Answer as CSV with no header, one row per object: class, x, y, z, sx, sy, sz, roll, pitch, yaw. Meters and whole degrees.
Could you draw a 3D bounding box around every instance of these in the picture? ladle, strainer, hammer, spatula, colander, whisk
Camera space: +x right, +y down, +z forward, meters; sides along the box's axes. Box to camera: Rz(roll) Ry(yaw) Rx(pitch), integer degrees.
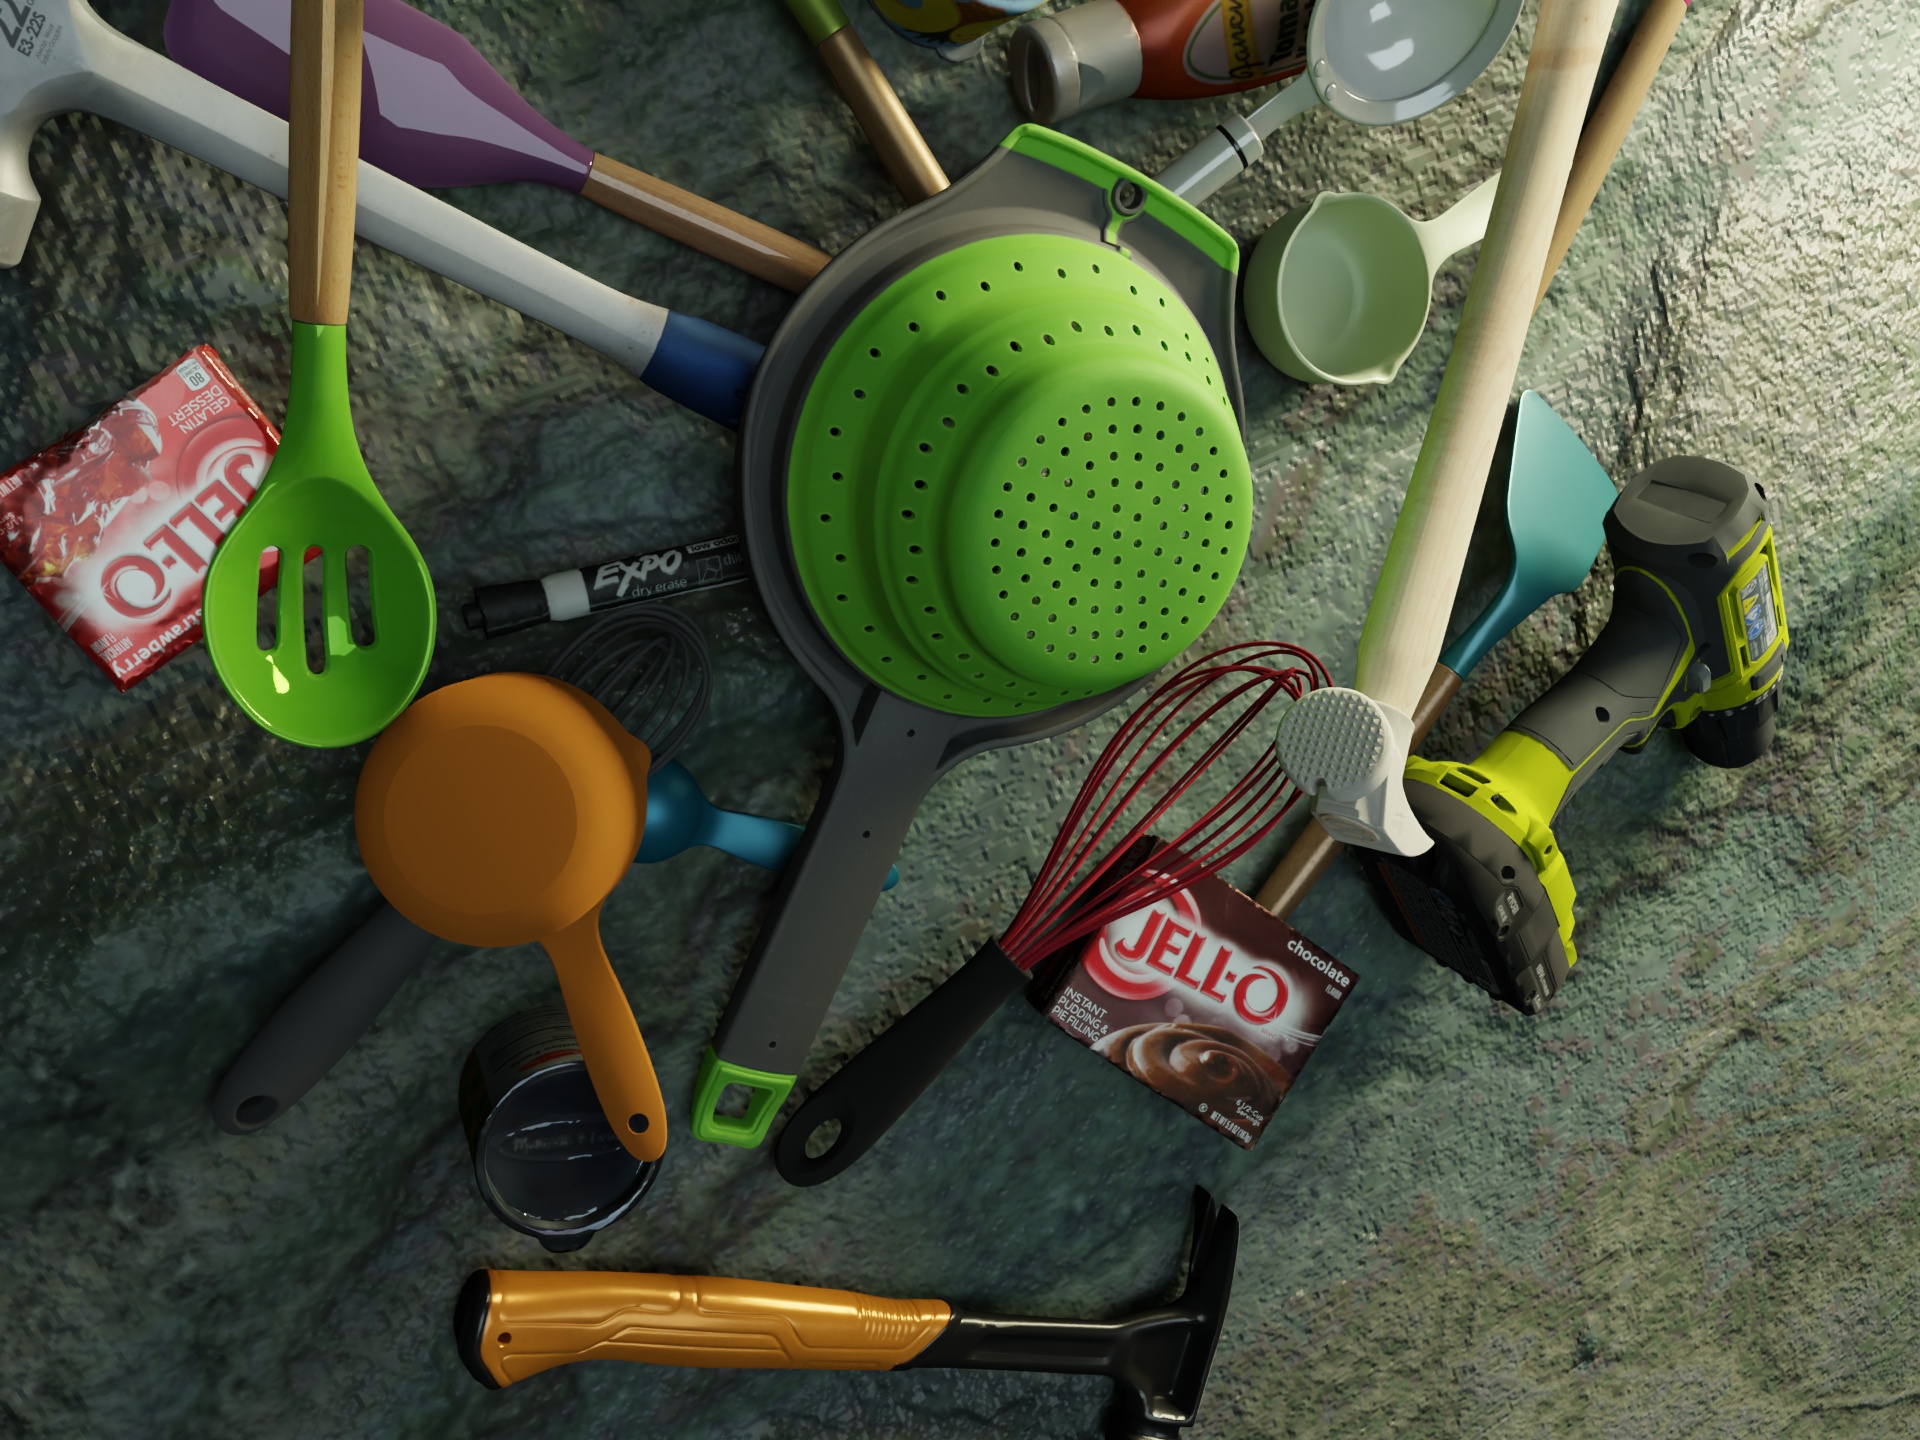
ladle,-0.027,-0.216,0.553,0.078,0.062,0.320,-35,109,-4
strainer,0.110,-0.226,0.599,0.258,0.050,0.086,-36,138,9
hammer,-0.036,0.247,0.660,0.336,0.034,0.127,13,95,-25
spatula,0.201,-0.003,0.724,0.082,0.044,0.317,38,88,-26
hammer,0.208,-0.149,0.620,0.146,0.038,0.411,35,71,-61
colander,-0.001,-0.002,0.562,0.204,0.095,0.397,19,101,-29
whisk,-0.174,0.053,0.559,0.239,0.055,0.055,-48,114,-4
whisk,0.034,0.080,0.630,0.296,0.073,0.073,-45,114,4
hammer,-0.112,-0.138,0.541,0.405,0.035,0.144,22,105,-28
spatula,-0.107,-0.178,0.556,0.315,0.018,0.060,18,101,-25

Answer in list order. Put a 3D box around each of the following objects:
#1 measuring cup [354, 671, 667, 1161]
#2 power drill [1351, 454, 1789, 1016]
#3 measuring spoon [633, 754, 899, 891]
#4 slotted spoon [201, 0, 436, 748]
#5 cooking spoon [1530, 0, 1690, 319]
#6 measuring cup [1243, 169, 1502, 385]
measuring cup,-0.133,0.068,0.512,0.095,0.052,0.173,-21,92,-2
power drill,0.294,0.018,0.727,0.228,0.080,0.190,-47,134,-9
measuring spoon,-0.077,0.047,0.609,0.128,0.021,0.042,18,92,-25
slotted spoon,-0.187,-0.144,0.469,0.070,0.031,0.313,-3,111,-32
cooking spoon,0.307,-0.300,0.715,0.068,0.017,0.319,28,88,-35
measuring cup,0.189,-0.201,0.673,0.167,0.038,0.083,-34,111,-17
